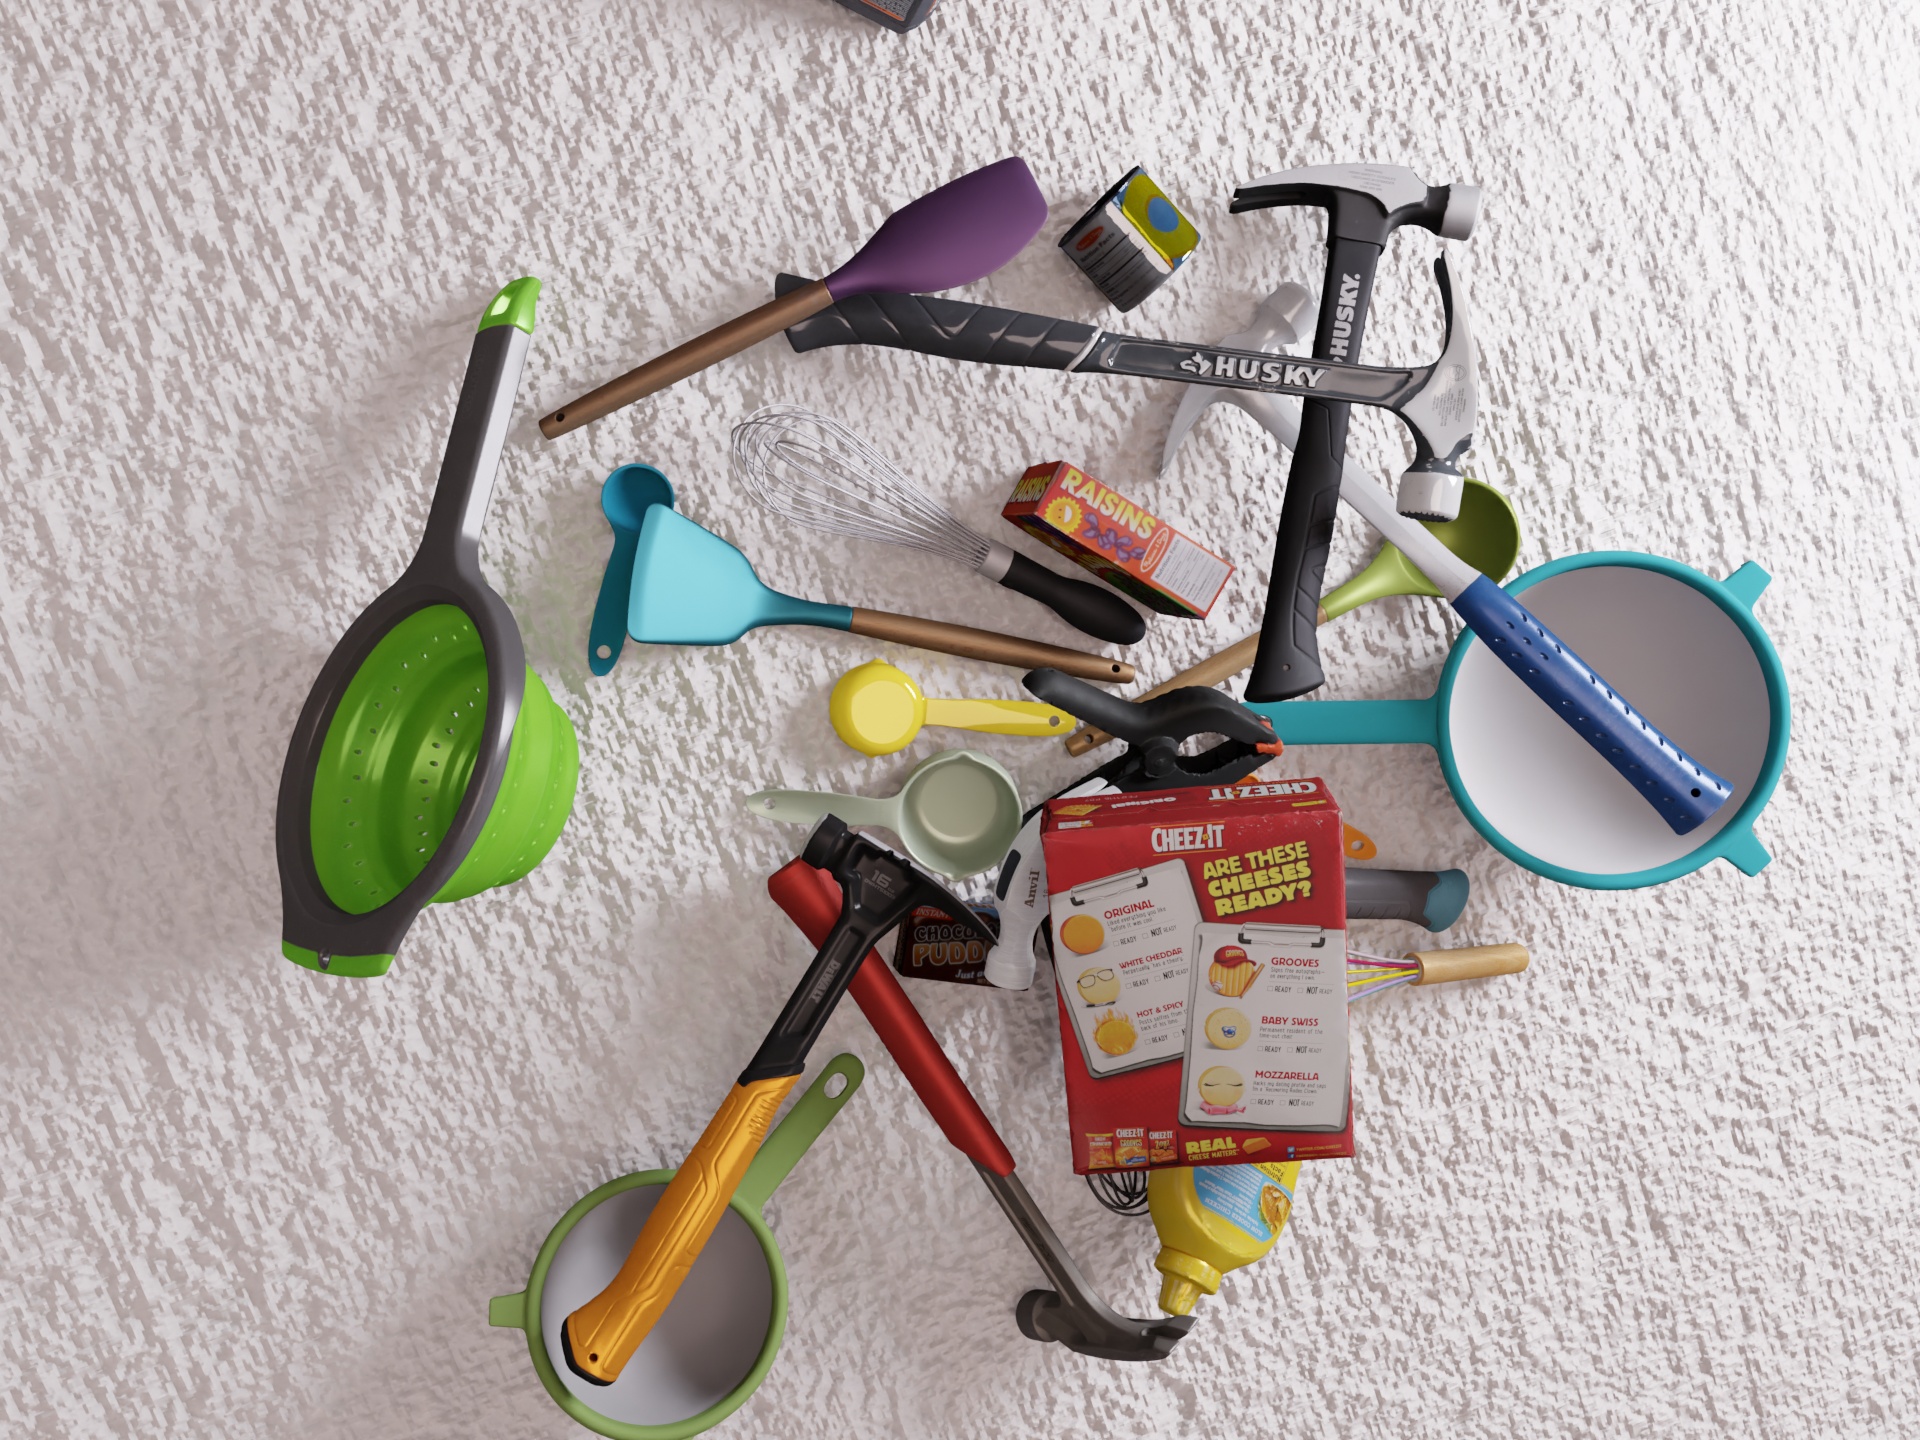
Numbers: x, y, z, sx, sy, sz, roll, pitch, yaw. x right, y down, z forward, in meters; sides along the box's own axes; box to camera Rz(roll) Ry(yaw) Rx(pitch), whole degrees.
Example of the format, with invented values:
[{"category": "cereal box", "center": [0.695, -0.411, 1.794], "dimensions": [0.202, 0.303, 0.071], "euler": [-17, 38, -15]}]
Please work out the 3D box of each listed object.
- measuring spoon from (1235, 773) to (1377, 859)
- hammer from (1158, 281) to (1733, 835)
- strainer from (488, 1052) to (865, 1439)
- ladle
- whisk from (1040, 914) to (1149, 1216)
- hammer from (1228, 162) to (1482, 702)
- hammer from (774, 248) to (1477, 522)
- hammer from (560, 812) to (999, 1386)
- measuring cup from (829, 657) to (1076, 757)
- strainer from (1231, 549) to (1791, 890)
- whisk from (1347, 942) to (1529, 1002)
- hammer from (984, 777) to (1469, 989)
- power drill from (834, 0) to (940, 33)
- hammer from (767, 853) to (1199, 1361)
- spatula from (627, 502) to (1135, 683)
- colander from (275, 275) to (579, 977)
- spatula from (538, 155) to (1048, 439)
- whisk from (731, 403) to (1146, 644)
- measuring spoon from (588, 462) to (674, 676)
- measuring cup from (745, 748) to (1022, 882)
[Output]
[{"category": "measuring spoon", "center": [0.226, 0.063, 1.043], "dimensions": [0.116, 0.011, 0.021], "euler": [27, 112, -16]}, {"category": "hammer", "center": [0.295, -0.083, 0.967], "dimensions": [0.144, 0.035, 0.405], "euler": [-45, 82, -3]}, {"category": "strainer", "center": [-0.149, 0.306, 0.964], "dimensions": [0.151, 0.069, 0.256], "euler": [41, 70, -1]}, {"category": "ladle", "center": [0.209, -0.058, 1.005], "dimensions": [0.320, 0.062, 0.078], "euler": [-28, 87, -6]}, {"category": "whisk", "center": [0.085, 0.198, 1.007], "dimensions": [0.055, 0.055, 0.239], "euler": [-15, 94, -10]}, {"category": "hammer", "center": [0.210, -0.173, 0.949], "dimensions": [0.146, 0.035, 0.335], "euler": [11, 83, 4]}, {"category": "hammer", "center": [0.092, -0.216, 0.916], "dimensions": [0.409, 0.036, 0.149], "euler": [9, 93, 5]}, {"category": "hammer", "center": [-0.113, 0.225, 0.901], "dimensions": [0.127, 0.034, 0.337], "euler": [32, 84, 4]}, {"category": "measuring cup", "center": [-0.002, -0.003, 0.976], "dimensions": [0.156, 0.029, 0.062], "euler": [4, 95, -11]}, {"category": "strainer", "center": [0.343, 0.000, 1.032], "dimensions": [0.340, 0.095, 0.211], "euler": [-1, 92, 8]}, {"category": "whisk", "center": [0.272, 0.160, 1.025], "dimensions": [0.245, 0.047, 0.051], "euler": [-1, 63, -29]}, {"category": "hammer", "center": [0.178, 0.107, 0.999], "dimensions": [0.331, 0.033, 0.128], "euler": [5, 103, -22]}, {"category": "power drill", "center": [-0.015, -0.518, 0.902], "dimensions": [0.164, 0.084, 0.226], "euler": [22, 86, -14]}, {"category": "hammer", "center": [0.000, 0.232, 0.958], "dimensions": [0.037, 0.149, 0.359], "euler": [-36, 96, -36]}, {"category": "spatula", "center": [-0.039, -0.057, 0.957], "dimensions": [0.317, 0.044, 0.082], "euler": [10, 78, -14]}, {"category": "colander", "center": [-0.261, -0.050, 0.883], "dimensions": [0.094, 0.204, 0.397], "euler": [24, 71, -47]}, {"category": "spatula", "center": [-0.097, -0.232, 0.907], "dimensions": [0.316, 0.018, 0.060], "euler": [-25, 83, 4]}, {"category": "whisk", "center": [-0.008, -0.110, 0.956], "dimensions": [0.284, 0.070, 0.070], "euler": [25, 90, -18]}, {"category": "measuring spoon", "center": [-0.199, -0.089, 0.937], "dimensions": [0.042, 0.021, 0.128], "euler": [13, 102, -14]}, {"category": "measuring cup", "center": [-0.046, 0.051, 0.973], "dimensions": [0.167, 0.038, 0.083], "euler": [4, 105, 1]}]
